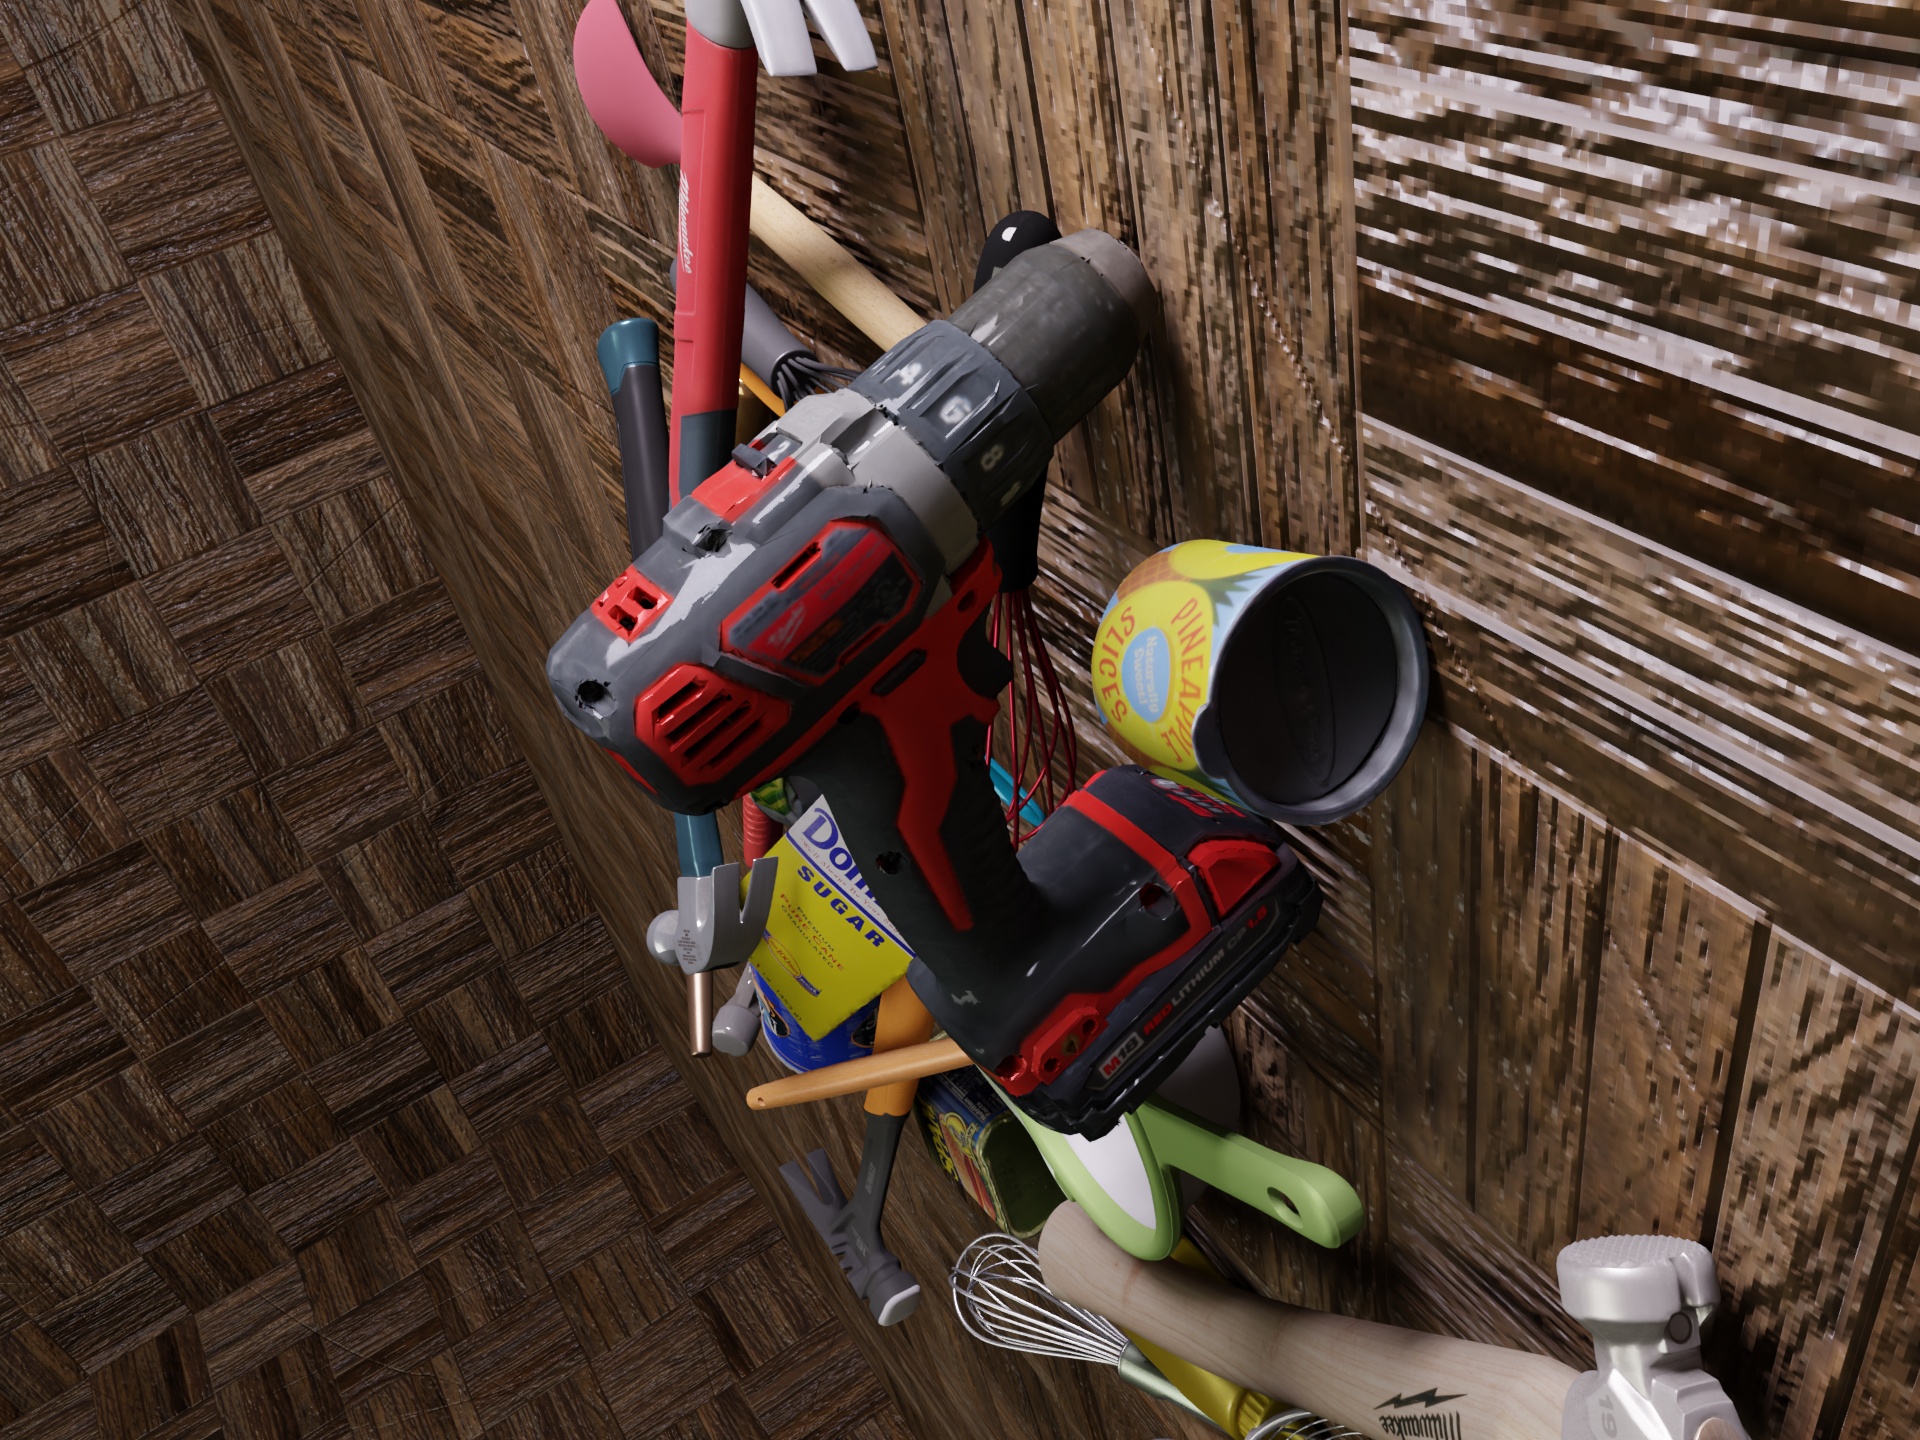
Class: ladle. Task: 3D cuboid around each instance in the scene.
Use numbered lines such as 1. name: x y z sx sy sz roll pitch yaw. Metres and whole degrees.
1. ladle: -0.074 -0.193 0.603 0.316 0.031 0.069 47 157 32

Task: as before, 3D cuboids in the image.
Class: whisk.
1. whisk: -0.118 -0.110 0.819 0.051 0.047 0.245 58 157 14
2. whisk: -0.069 -0.139 0.635 0.239 0.055 0.055 49 158 43
3. whisk: 0.013 -0.036 0.542 0.073 0.073 0.295 48 151 34
4. whisk: 0.084 0.332 0.835 0.246 0.059 0.057 10 168 45

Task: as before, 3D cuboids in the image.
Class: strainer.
1. strainer: 0.084 0.131 0.584 0.151 0.069 0.256 68 160 -9

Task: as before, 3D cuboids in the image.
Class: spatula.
1. spatula: -0.171 0.061 1.027 0.059 0.018 0.316 102 164 -62
2. spatula: -0.014 0.175 0.811 0.322 0.041 0.081 -24 96 41

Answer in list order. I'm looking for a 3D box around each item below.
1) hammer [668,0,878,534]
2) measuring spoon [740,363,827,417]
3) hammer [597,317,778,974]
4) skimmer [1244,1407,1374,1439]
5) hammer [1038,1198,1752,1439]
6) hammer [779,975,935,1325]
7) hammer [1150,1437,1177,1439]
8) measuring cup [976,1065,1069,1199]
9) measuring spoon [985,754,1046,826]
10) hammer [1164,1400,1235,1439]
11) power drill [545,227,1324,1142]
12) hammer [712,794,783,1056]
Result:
1. hammer: -0.092 -0.110 0.600 0.386 0.038 0.143 103 146 -47
2. measuring spoon: -0.082 -0.146 0.683 0.117 0.021 0.011 41 -166 36
3. hammer: -0.147 -0.035 0.808 0.128 0.033 0.331 -7 91 60
4. skimmer: 0.182 0.283 0.513 0.127 0.090 0.363 58 161 16
5. hammer: 0.120 0.238 0.575 0.410 0.038 0.146 153 112 -68
6. hammer: -0.042 0.202 0.912 0.127 0.034 0.336 46 138 37
7. hammer: 0.191 0.371 0.534 0.335 0.035 0.146 29 146 21
8. measuring cup: 0.048 0.196 0.825 0.168 0.038 0.083 41 153 50
9. measuring spoon: -0.001 -0.002 0.708 0.129 0.021 0.042 45 156 18
10. hammer: 0.172 0.415 0.730 0.031 0.130 0.332 55 177 -36
11. power drill: 0.018 -0.005 0.456 0.226 0.188 0.080 51 171 -34
12. hammer: -0.121 0.059 1.004 0.037 0.149 0.358 15 137 6
